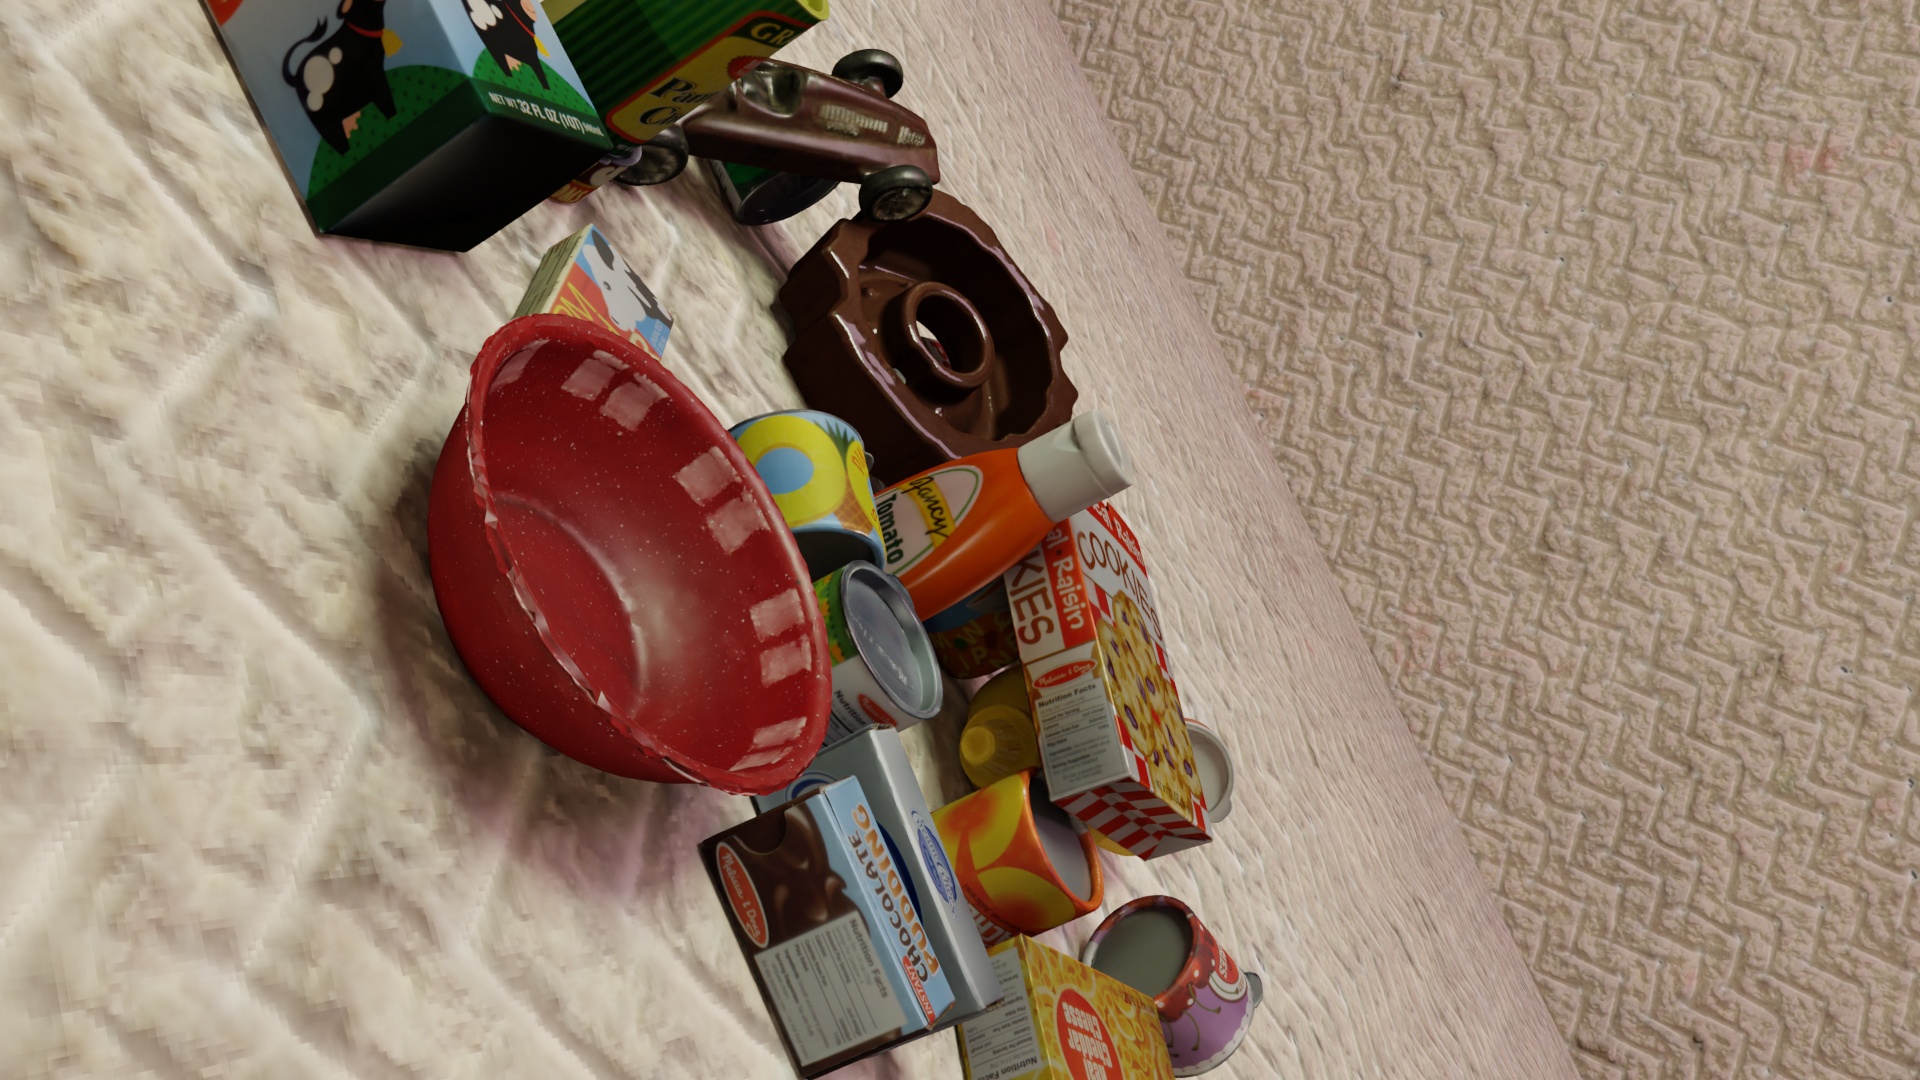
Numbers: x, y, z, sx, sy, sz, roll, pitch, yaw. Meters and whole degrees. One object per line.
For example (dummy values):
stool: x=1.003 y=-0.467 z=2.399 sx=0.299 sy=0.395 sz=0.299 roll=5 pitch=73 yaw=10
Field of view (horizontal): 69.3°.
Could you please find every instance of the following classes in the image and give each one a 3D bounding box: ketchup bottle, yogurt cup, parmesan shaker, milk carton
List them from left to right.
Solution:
milk carton: x=-0.200 y=-0.197 z=0.454 sx=0.190 sy=0.073 sz=0.072 roll=63 pitch=18 yaw=4
parmesan shaker: x=-0.112 y=-0.206 z=0.546 sx=0.071 sy=0.103 sz=0.072 roll=52 pitch=21 yaw=-28
ketchup bottle: x=0.002 y=-0.008 z=0.603 sx=0.043 sy=0.148 sz=0.065 roll=45 pitch=25 yaw=-45
yogurt cup: x=0.142 y=0.145 z=0.893 sx=0.072 sy=0.072 sz=0.054 roll=63 pitch=10 yaw=2

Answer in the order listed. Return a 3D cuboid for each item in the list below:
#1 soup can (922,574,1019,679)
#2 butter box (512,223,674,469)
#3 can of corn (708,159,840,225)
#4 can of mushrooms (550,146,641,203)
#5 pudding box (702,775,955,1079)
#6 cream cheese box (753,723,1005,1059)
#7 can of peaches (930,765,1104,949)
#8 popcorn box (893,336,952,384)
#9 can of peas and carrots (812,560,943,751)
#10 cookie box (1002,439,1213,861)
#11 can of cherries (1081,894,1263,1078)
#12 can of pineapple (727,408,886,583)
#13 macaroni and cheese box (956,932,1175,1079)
soup can: x=0.001 y=0.016 z=0.684 sx=0.083 sy=0.071 sz=0.072 roll=58 pitch=18 yaw=-22
butter box: x=-0.139 y=-0.073 z=0.517 sx=0.053 sy=0.024 sz=0.104 roll=50 pitch=21 yaw=-30
can of corn: x=-0.100 y=-0.213 z=0.746 sx=0.058 sy=0.071 sz=0.071 roll=63 pitch=18 yaw=5
can of mushrooms: x=-0.167 y=-0.174 z=0.575 sx=0.071 sy=0.033 sz=0.071 roll=52 pitch=20 yaw=-28
pudding box: x=-0.043 y=0.124 z=0.452 sx=0.084 sy=0.049 sz=0.030 roll=64 pitch=17 yaw=7
cream cheese box: x=-0.030 y=0.122 z=0.484 sx=0.104 sy=0.053 sz=0.024 roll=67 pitch=17 yaw=15
can of peaches: x=0.021 y=0.138 z=0.588 sx=0.071 sy=0.058 sz=0.071 roll=52 pitch=20 yaw=-28
popcorn box: x=-0.005 y=-0.059 z=0.832 sx=0.127 sy=0.038 sz=0.085 roll=64 pitch=19 yaw=7
can of peas and carrots: x=-0.049 y=0.048 z=0.531 sx=0.070 sy=0.058 sz=0.071 roll=52 pitch=20 yaw=-28
cookie box: x=0.065 y=0.052 z=0.649 sx=0.122 sy=0.040 sz=0.168 roll=42 pitch=32 yaw=-54
can of cherries: x=0.102 y=0.214 z=0.675 sx=0.058 sy=0.071 sz=0.072 roll=52 pitch=21 yaw=-27
can of pineapple: x=-0.064 y=-0.010 z=0.555 sx=0.071 sy=0.071 sz=0.058 roll=38 pitch=31 yaw=-51
macaroni and cheese box: x=0.056 y=0.253 z=0.545 sx=0.123 sy=0.040 sz=0.167 roll=40 pitch=28 yaw=-45
